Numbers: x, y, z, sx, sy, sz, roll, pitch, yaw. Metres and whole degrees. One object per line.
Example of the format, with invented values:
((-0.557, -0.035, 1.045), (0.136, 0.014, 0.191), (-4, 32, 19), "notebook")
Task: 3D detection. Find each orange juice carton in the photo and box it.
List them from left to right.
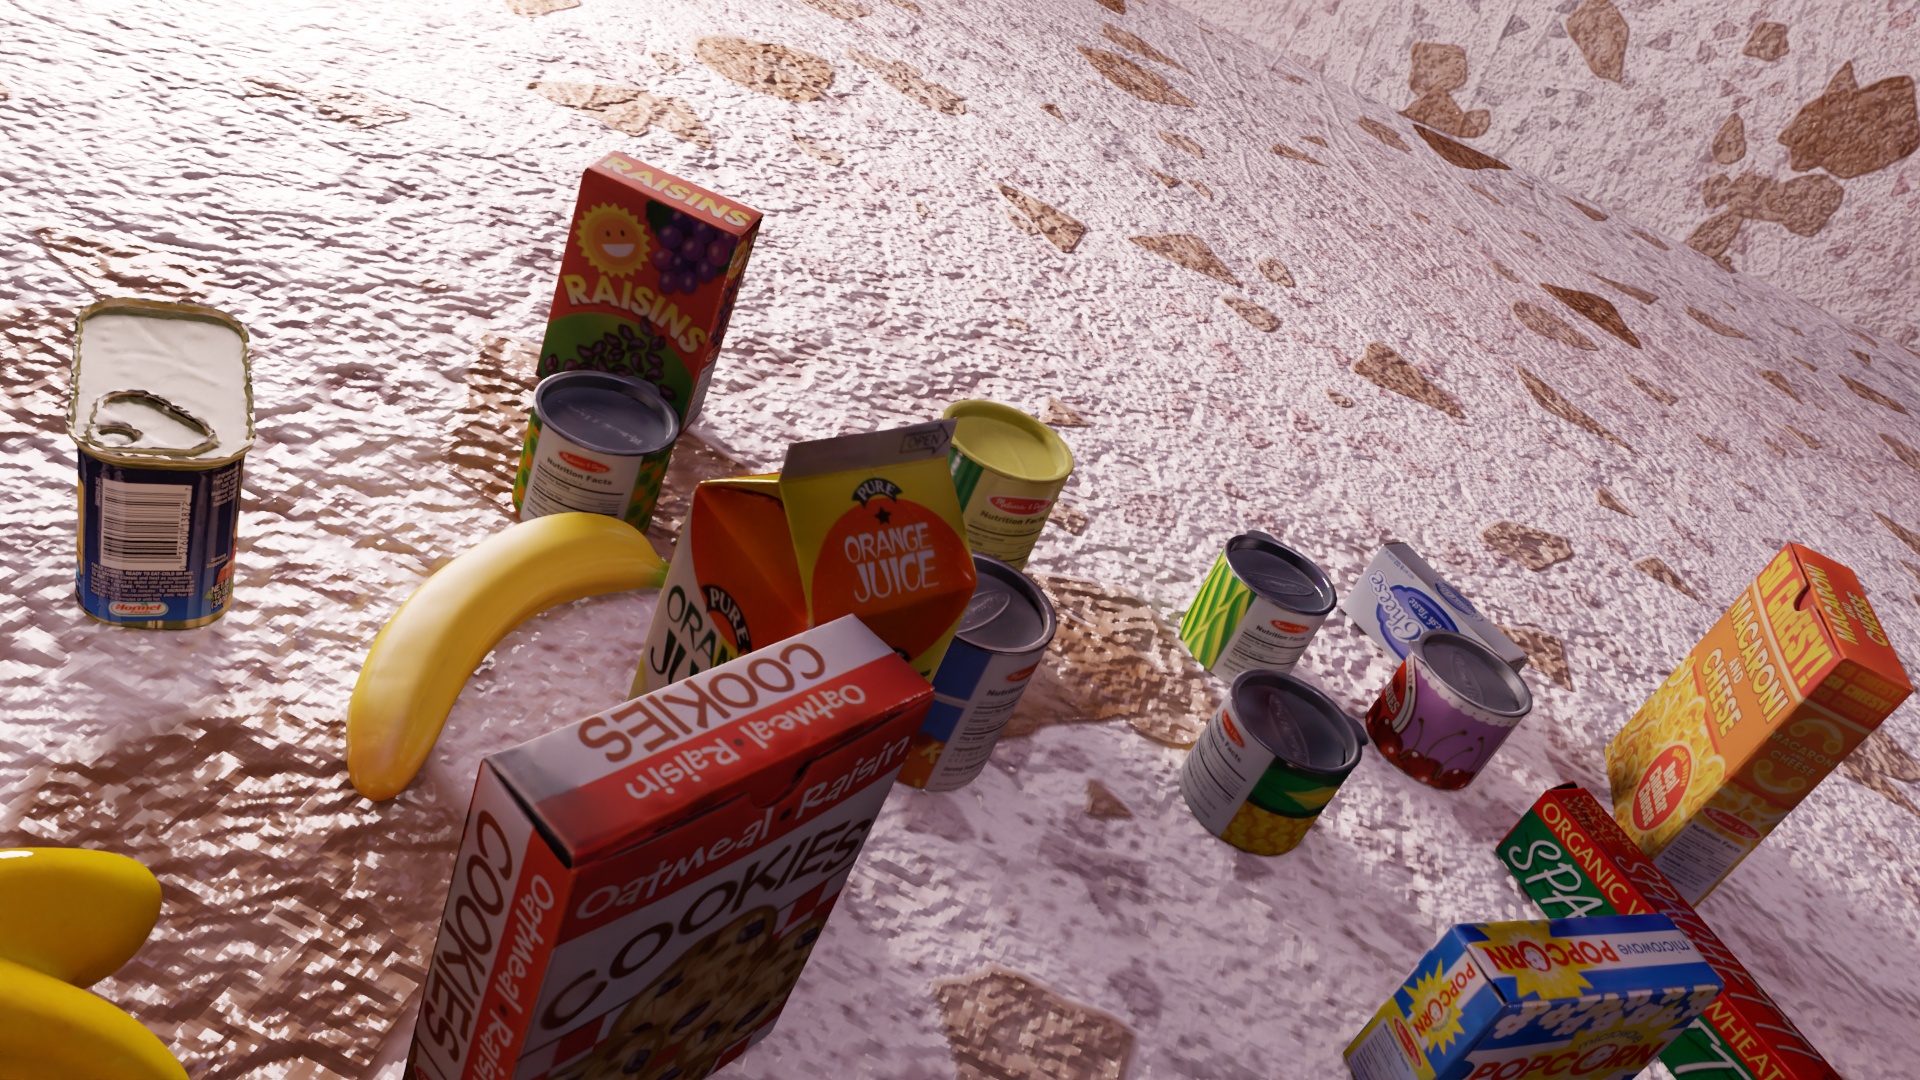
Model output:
((-0.059, 0.039, 0.482), (0.072, 0.191, 0.073), (-11, 46, -43), "orange juice carton")

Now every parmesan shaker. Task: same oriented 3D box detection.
((0.002, -0.008, 0.676), (0.071, 0.102, 0.072), (17, 33, -11), "parmesan shaker")

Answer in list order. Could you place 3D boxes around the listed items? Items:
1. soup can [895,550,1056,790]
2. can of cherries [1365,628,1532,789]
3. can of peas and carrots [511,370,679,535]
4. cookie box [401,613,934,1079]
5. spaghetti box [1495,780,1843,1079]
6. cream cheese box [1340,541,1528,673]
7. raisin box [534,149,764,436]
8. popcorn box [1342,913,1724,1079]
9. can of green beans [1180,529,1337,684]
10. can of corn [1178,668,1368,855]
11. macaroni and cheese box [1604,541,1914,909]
((-0.007, 0.054, 0.597), (0.071, 0.083, 0.072), (17, 33, -11), "soup can")
((0.258, 0.089, 0.744), (0.071, 0.058, 0.072), (17, 33, -11), "can of cherries")
((-0.169, -0.038, 0.647), (0.071, 0.058, 0.071), (17, 33, -11), "can of peas and carrots")
((-0.084, 0.108, 0.389), (0.040, 0.166, 0.123), (40, 35, 23), "cookie box")
((0.335, 0.217, 0.618), (0.029, 0.050, 0.251), (3, 38, -30), "spaghetti box")
((0.275, 0.054, 0.812), (0.024, 0.053, 0.104), (-4, 42, -38), "cream cheese box")
((-0.162, -0.127, 0.719), (0.086, 0.122, 0.040), (24, 32, -1), "raisin box")
((0.228, 0.191, 0.552), (0.127, 0.084, 0.038), (6, 36, -27), "popcorn box")
((0.161, 0.039, 0.753), (0.071, 0.057, 0.071), (17, 33, -11), "can of green beans")
((0.146, 0.104, 0.649), (0.071, 0.058, 0.071), (17, 33, -11), "can of corn")
((0.411, 0.097, 0.733), (0.040, 0.165, 0.124), (27, 32, 4), "macaroni and cheese box")
